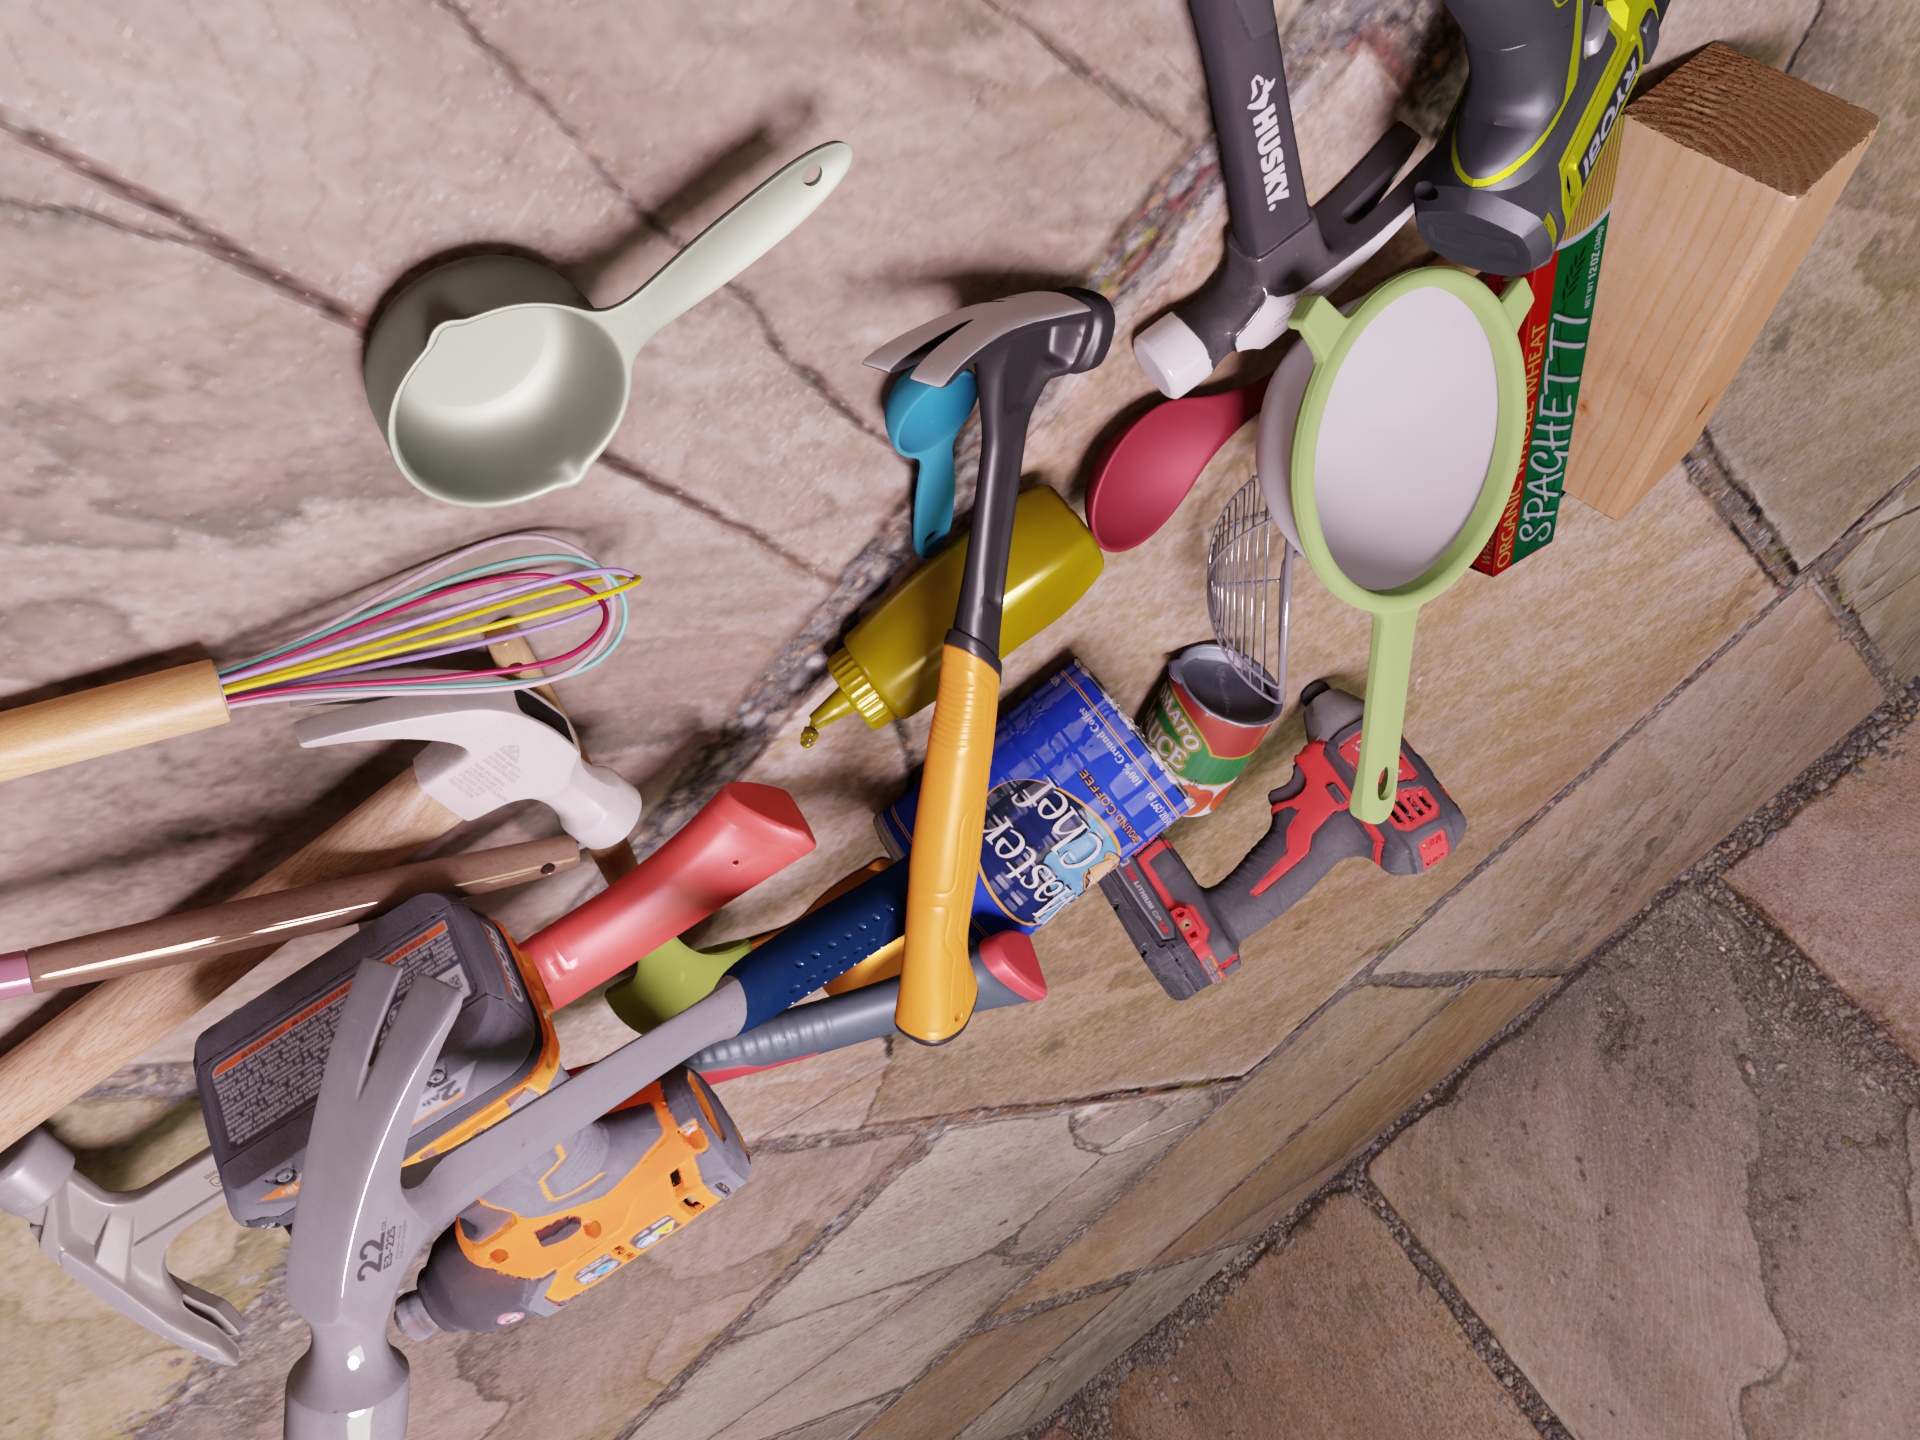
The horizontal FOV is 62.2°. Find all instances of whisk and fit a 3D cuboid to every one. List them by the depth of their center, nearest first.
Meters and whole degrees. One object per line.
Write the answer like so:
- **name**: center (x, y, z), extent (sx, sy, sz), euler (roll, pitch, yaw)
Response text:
- **whisk**: center (-0.224, -0.015, 0.532), extent (0.245, 0.047, 0.051), euler (-18, 134, -23)

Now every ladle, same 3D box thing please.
- **ladle**: center (-0.157, 0.057, 0.720), extent (0.078, 0.062, 0.319), euler (-19, 142, -7)
- **ladle**: center (0.181, -0.179, 0.749), extent (0.315, 0.031, 0.069), euler (-34, 143, -9)

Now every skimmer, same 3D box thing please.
- **skimmer**: center (0.263, -0.103, 0.885), extent (0.363, 0.090, 0.127), euler (-17, 114, -37)

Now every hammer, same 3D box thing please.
- **hammer**: center (0.098, -0.249, 0.545), extent (0.146, 0.035, 0.334), euler (-36, 151, 0)
- **hammer**: center (-0.290, 0.091, 0.603), extent (0.331, 0.031, 0.129), euler (-35, 139, 3)
- **hammer**: center (-0.093, 0.108, 0.608), extent (0.405, 0.035, 0.144), euler (-23, 125, -64)
- **hammer**: center (-0.001, -0.002, 0.653), extent (0.127, 0.034, 0.336), euler (-31, 136, -50)
- **hammer**: center (-0.217, 0.142, 0.684), extent (0.359, 0.037, 0.149), euler (-32, 124, -1)
- **hammer**: center (-0.145, 0.181, 0.791), extent (0.386, 0.038, 0.143), euler (-15, 143, -6)

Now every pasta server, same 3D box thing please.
- **pasta server**: center (-0.289, 0.073, 0.545), extent (0.316, 0.040, 0.060), euler (-12, 136, -28)

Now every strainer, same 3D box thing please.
- **strainer**: center (0.182, -0.079, 0.733), extent (0.151, 0.069, 0.256), euler (-15, 115, -34)

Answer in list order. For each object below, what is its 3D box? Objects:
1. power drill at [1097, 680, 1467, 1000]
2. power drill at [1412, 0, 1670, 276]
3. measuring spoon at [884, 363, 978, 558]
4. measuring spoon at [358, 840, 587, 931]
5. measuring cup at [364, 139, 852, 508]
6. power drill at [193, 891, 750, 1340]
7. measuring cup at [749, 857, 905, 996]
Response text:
- **power drill**: center (0.198, 0.072, 1.033), extent (0.219, 0.143, 0.078), euler (-31, 147, 3)
- **power drill**: center (0.202, -0.281, 0.548), extent (0.171, 0.080, 0.223), euler (-64, 152, -1)
- **measuring spoon**: center (-0.016, -0.106, 0.655), extent (0.042, 0.021, 0.128), euler (-36, 161, -17)
- **measuring spoon**: center (-0.196, 0.059, 0.661), extent (0.124, 0.018, 0.034), euler (-22, -170, 5)
- **measuring cup**: center (-0.108, -0.133, 0.488), extent (0.167, 0.038, 0.083), euler (-38, 152, -2)
- **power drill**: center (-0.196, 0.176, 0.632), extent (0.164, 0.084, 0.226), euler (-33, 144, -4)
- **measuring cup**: center (-0.079, 0.138, 0.900), extent (0.173, 0.052, 0.095), euler (-18, 146, -35)
